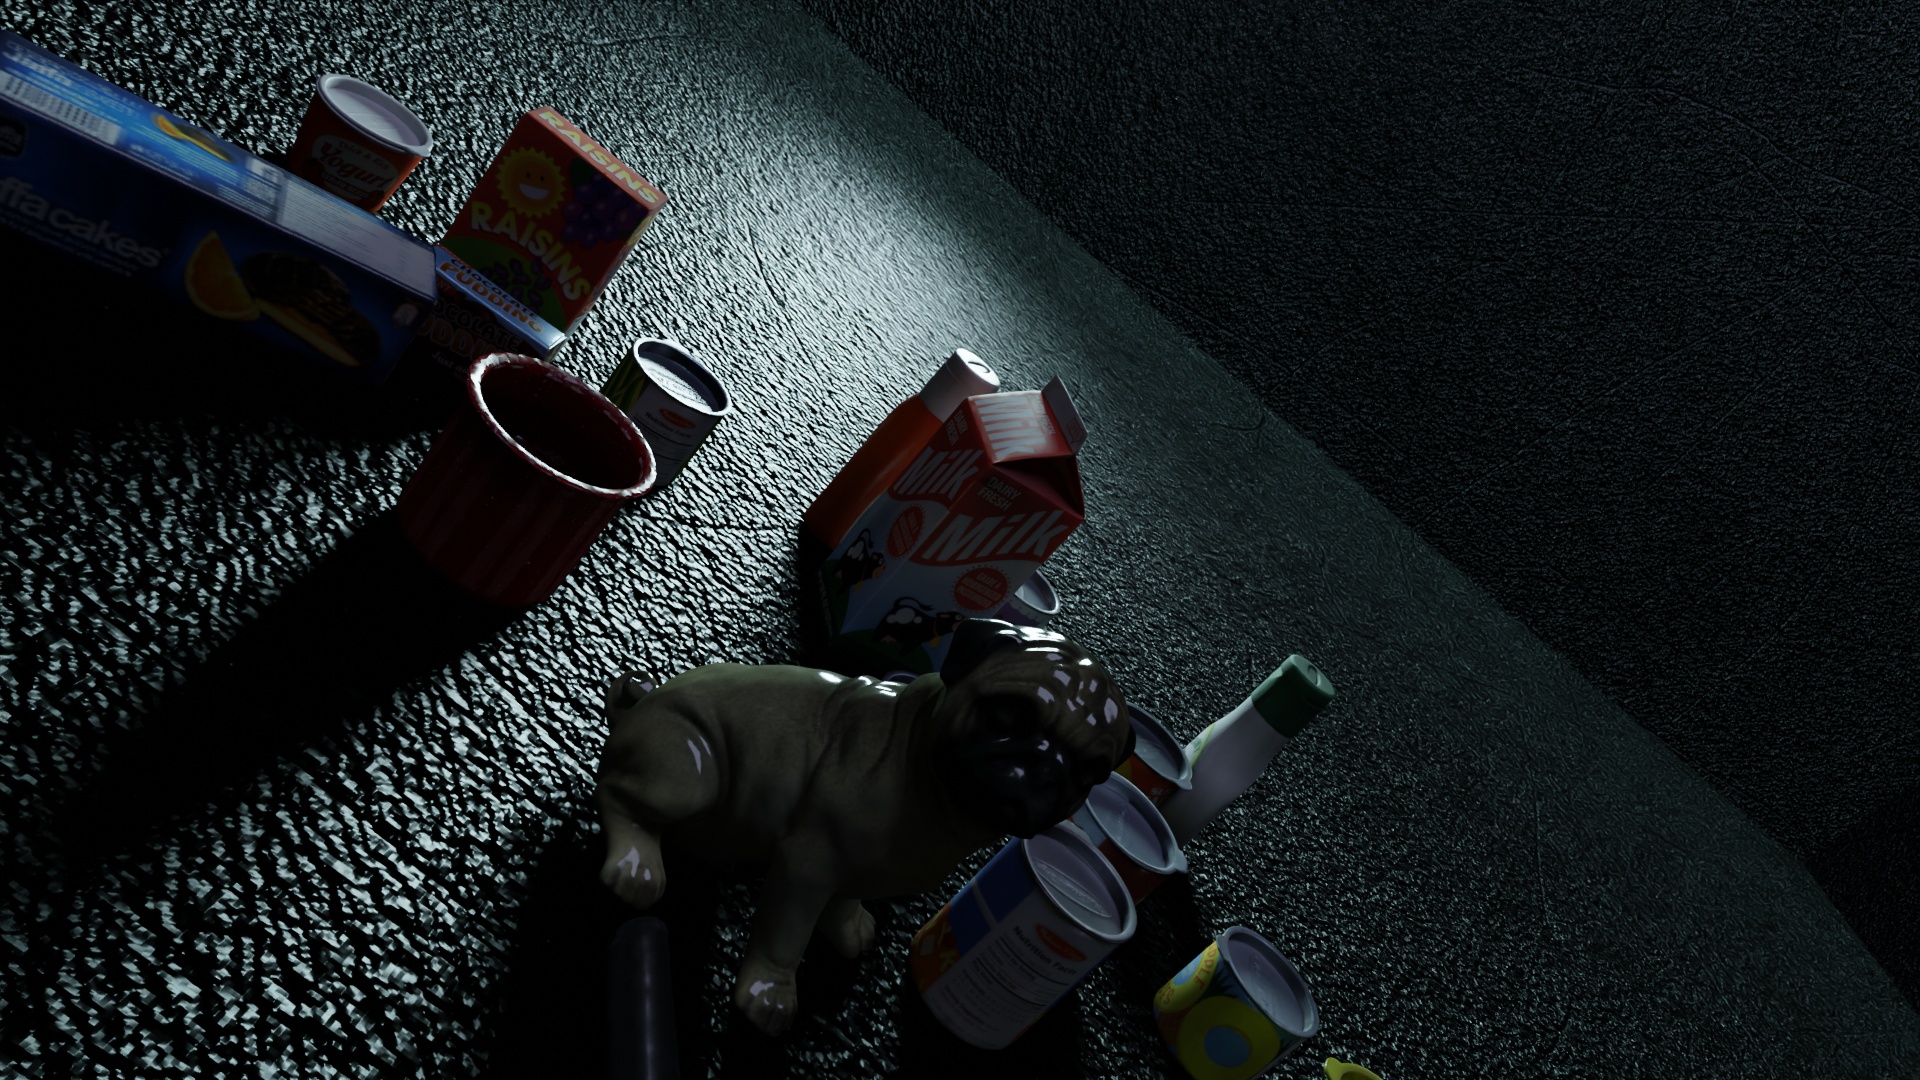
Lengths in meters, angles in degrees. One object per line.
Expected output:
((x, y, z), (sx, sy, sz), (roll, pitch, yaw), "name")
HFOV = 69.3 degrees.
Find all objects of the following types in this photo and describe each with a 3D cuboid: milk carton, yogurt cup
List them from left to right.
((-0.349, -0.227, 0.802), (0.072, 0.053, 0.073), (36, 21, -16), "yogurt cup")
((0.003, -0.010, 0.801), (0.073, 0.190, 0.072), (29, 24, -30), "milk carton")

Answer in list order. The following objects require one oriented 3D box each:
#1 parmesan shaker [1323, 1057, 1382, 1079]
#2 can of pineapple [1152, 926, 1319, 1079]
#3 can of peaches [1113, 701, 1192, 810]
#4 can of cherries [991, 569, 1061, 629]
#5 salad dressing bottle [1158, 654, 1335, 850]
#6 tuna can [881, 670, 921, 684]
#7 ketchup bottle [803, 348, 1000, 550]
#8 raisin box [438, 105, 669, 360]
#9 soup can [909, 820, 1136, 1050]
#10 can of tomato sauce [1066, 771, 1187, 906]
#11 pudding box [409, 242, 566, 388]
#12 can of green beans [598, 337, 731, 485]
((0.148, 0.282, 0.600), (0.071, 0.102, 0.071), (36, 21, -16), "parmesan shaker")
((0.142, 0.245, 0.728), (0.071, 0.057, 0.071), (36, 21, -16), "can of pineapple")
((0.100, 0.144, 0.855), (0.071, 0.058, 0.071), (36, 21, -16), "can of peaches")
((0.021, 0.042, 0.915), (0.071, 0.058, 0.072), (36, 21, -16), "can of cherries")
((0.170, 0.133, 0.873), (0.044, 0.147, 0.064), (42, 20, 1), "salad dressing bottle")
((-0.024, 0.105, 0.748), (0.071, 0.032, 0.071), (36, 21, -16), "tuna can")
((-0.035, -0.056, 0.884), (0.043, 0.148, 0.065), (49, 21, 18), "ketchup bottle")
((-0.237, -0.170, 0.788), (0.086, 0.123, 0.040), (38, 21, -11), "raisin box")
((0.027, 0.176, 0.626), (0.071, 0.083, 0.071), (36, 21, -16), "soup can")
((0.060, 0.167, 0.702), (0.071, 0.083, 0.071), (36, 21, -16), "can of tomato sauce")
((-0.260, -0.113, 0.740), (0.083, 0.049, 0.030), (37, 21, -12), "pudding box")
((-0.175, -0.074, 0.800), (0.071, 0.057, 0.071), (36, 21, -16), "can of green beans")
